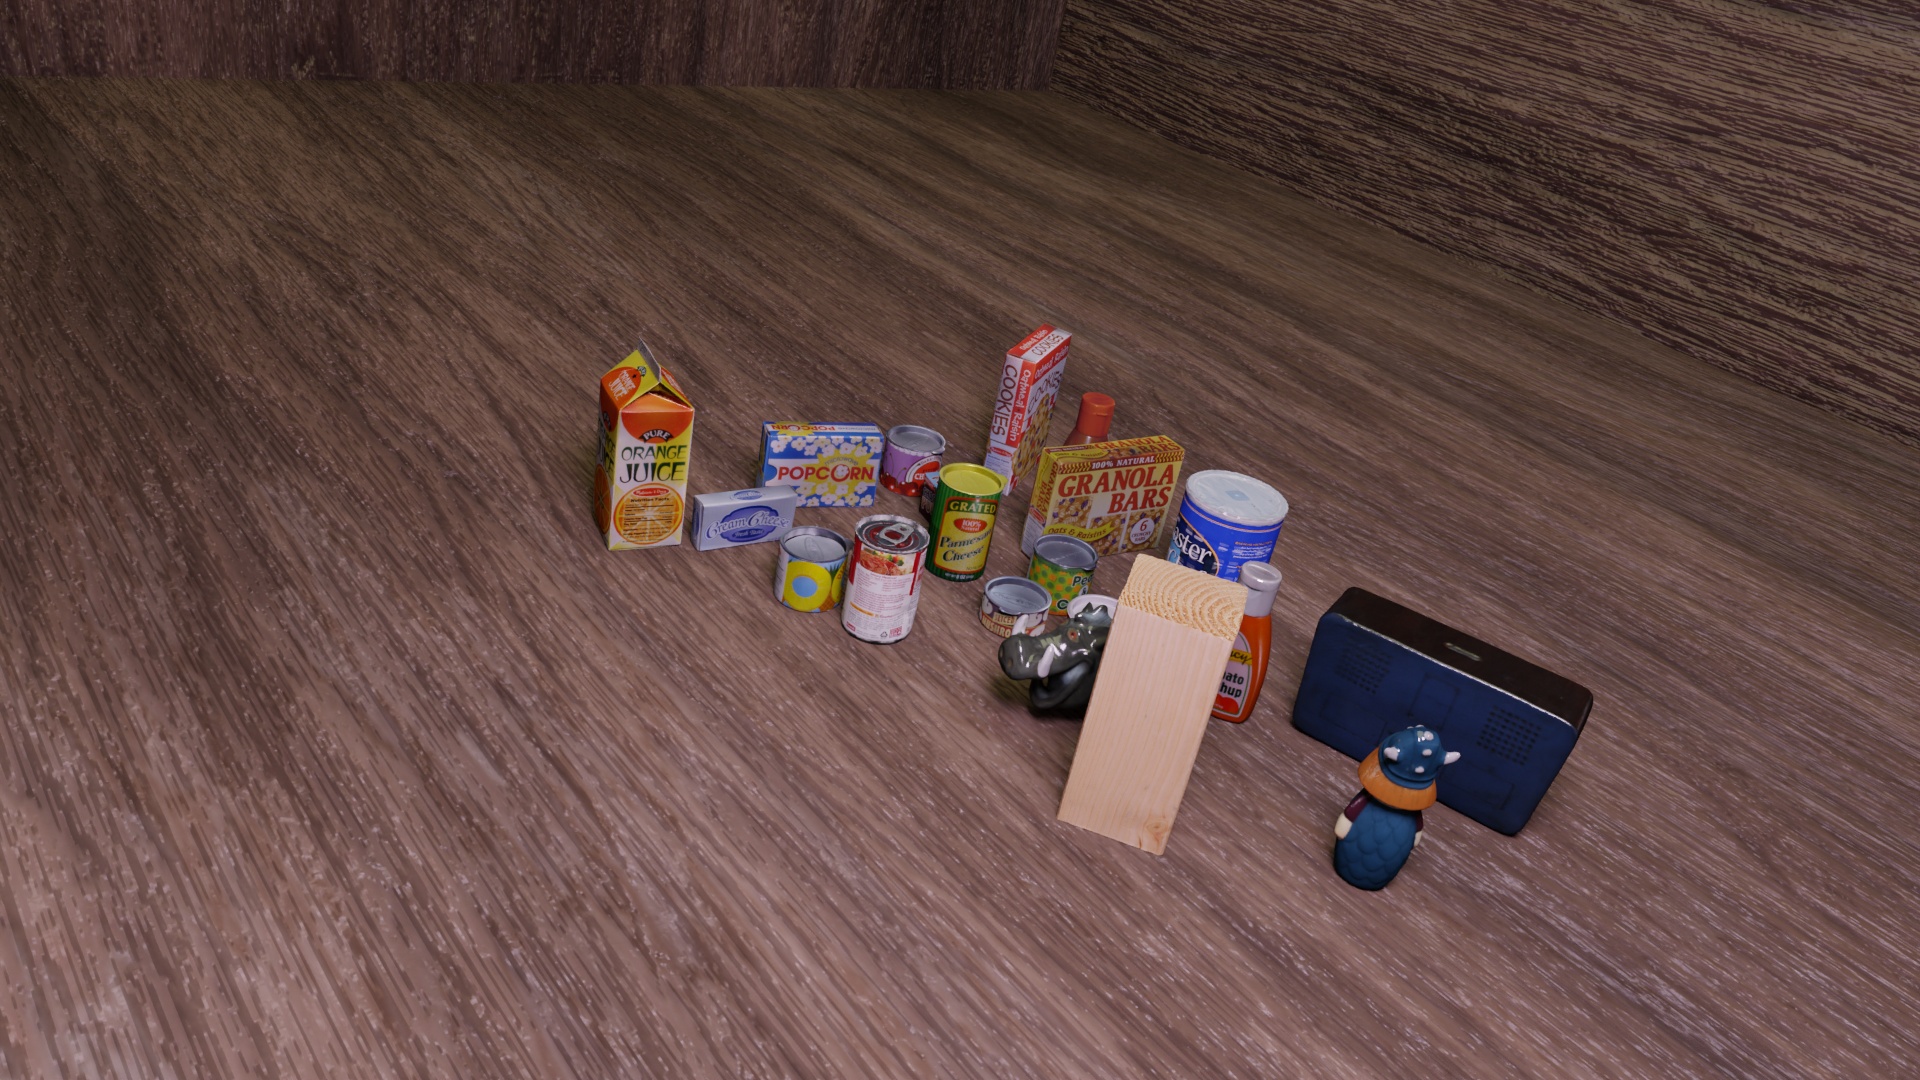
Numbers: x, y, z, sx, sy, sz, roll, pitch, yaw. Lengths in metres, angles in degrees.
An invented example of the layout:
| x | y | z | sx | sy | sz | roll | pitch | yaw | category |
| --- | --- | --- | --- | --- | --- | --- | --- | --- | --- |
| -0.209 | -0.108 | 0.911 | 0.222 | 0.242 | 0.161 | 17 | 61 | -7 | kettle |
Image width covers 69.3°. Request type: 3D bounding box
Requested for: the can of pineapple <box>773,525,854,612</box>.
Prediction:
| x | y | z | sx | sy | sz | roll | pitch | yaw | category |
| --- | --- | --- | --- | --- | --- | --- | --- | --- | --- |
| -0.139 | 0.027 | 1.310 | 0.071 | 0.057 | 0.071 | 9 | 29 | -5 | can of pineapple |

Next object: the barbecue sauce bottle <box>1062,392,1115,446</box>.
| x | y | z | sx | sy | sz | roll | pitch | yaw | category |
| --- | --- | --- | --- | --- | --- | --- | --- | --- | --- |
| 0.136 | -0.088 | 1.525 | 0.065 | 0.147 | 0.044 | 4 | 29 | -15 | barbecue sauce bottle |

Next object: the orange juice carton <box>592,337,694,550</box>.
| x | y | z | sx | sy | sz | roll | pitch | yaw | category |
| --- | --- | --- | --- | --- | --- | --- | --- | --- | --- |
| -0.302 | -0.091 | 1.322 | 0.073 | 0.191 | 0.072 | -4 | 32 | -27 | orange juice carton |

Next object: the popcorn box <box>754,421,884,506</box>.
| x | y | z | sx | sy | sz | roll | pitch | yaw | category |
| --- | --- | --- | --- | --- | --- | --- | --- | --- | --- |
| -0.150 | -0.080 | 1.470 | 0.127 | 0.084 | 0.038 | -1 | 31 | -22 | popcorn box |

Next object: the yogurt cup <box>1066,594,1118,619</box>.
| x | y | z | sx | sy | sz | roll | pitch | yaw | category |
| --- | --- | --- | --- | --- | --- | --- | --- | --- | --- |
| 0.128 | 0.090 | 1.301 | 0.072 | 0.053 | 0.073 | 9 | 29 | -5 | yogurt cup |

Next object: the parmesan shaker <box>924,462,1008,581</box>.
| x | y | z | sx | sy | sz | roll | pitch | yaw | category |
| --- | --- | --- | --- | --- | --- | --- | --- | --- | --- |
| 0.005 | -0.018 | 1.397 | 0.071 | 0.102 | 0.071 | 9 | 29 | -5 | parmesan shaker |

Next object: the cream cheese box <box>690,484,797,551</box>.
| x | y | z | sx | sy | sz | roll | pitch | yaw | category |
| --- | --- | --- | --- | --- | --- | --- | --- | --- | --- |
| -0.214 | -0.023 | 1.376 | 0.104 | 0.053 | 0.024 | -8 | 34 | -32 | cream cheese box |

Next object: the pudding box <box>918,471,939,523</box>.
| x | y | z | sx | sy | sz | roll | pitch | yaw | category |
| --- | --- | --- | --- | --- | --- | --- | --- | --- | --- |
| -0.012 | -0.034 | 1.475 | 0.030 | 0.049 | 0.084 | -4 | 32 | -27 | pudding box |

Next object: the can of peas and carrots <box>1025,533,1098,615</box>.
| x | y | z | sx | sy | sz | roll | pitch | yaw | category |
| --- | --- | --- | --- | --- | --- | --- | --- | --- | --- |
| 0.101 | 0.035 | 1.384 | 0.071 | 0.058 | 0.071 | 9 | 29 | -5 | can of peas and carrots |

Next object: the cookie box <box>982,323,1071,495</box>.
| x | y | z | sx | sy | sz | roll | pitch | yaw | category |
| --- | --- | --- | --- | --- | --- | --- | --- | --- | --- |
| 0.074 | -0.152 | 1.597 | 0.040 | 0.166 | 0.123 | 20 | 30 | 15 | cookie box |

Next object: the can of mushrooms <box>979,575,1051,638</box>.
| x | y | z | sx | sy | sz | roll | pitch | yaw | category |
| --- | --- | --- | --- | --- | --- | --- | --- | --- | --- |
| 0.052 | 0.066 | 1.337 | 0.071 | 0.033 | 0.071 | 9 | 29 | -5 | can of mushrooms |

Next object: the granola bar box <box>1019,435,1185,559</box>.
| x | y | z | sx | sy | sz | roll | pitch | yaw | category |
| --- | --- | --- | --- | --- | --- | --- | --- | --- | --- |
| 0.150 | -0.044 | 1.476 | 0.166 | 0.123 | 0.039 | -8 | 34 | -32 | granola bar box |

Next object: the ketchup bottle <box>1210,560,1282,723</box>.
| x | y | z | sx | sy | sz | roll | pitch | yaw | category |
| --- | --- | --- | --- | --- | --- | --- | --- | --- | --- |
| 0.251 | 0.090 | 1.249 | 0.065 | 0.148 | 0.044 | 24 | 31 | 21 | ketchup bottle |

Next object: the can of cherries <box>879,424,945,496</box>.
| x | y | z | sx | sy | sz | roll | pitch | yaw | category |
| --- | --- | --- | --- | --- | --- | --- | --- | --- | --- |
| -0.053 | -0.088 | 1.547 | 0.071 | 0.058 | 0.072 | 9 | 29 | -5 | can of cherries |
